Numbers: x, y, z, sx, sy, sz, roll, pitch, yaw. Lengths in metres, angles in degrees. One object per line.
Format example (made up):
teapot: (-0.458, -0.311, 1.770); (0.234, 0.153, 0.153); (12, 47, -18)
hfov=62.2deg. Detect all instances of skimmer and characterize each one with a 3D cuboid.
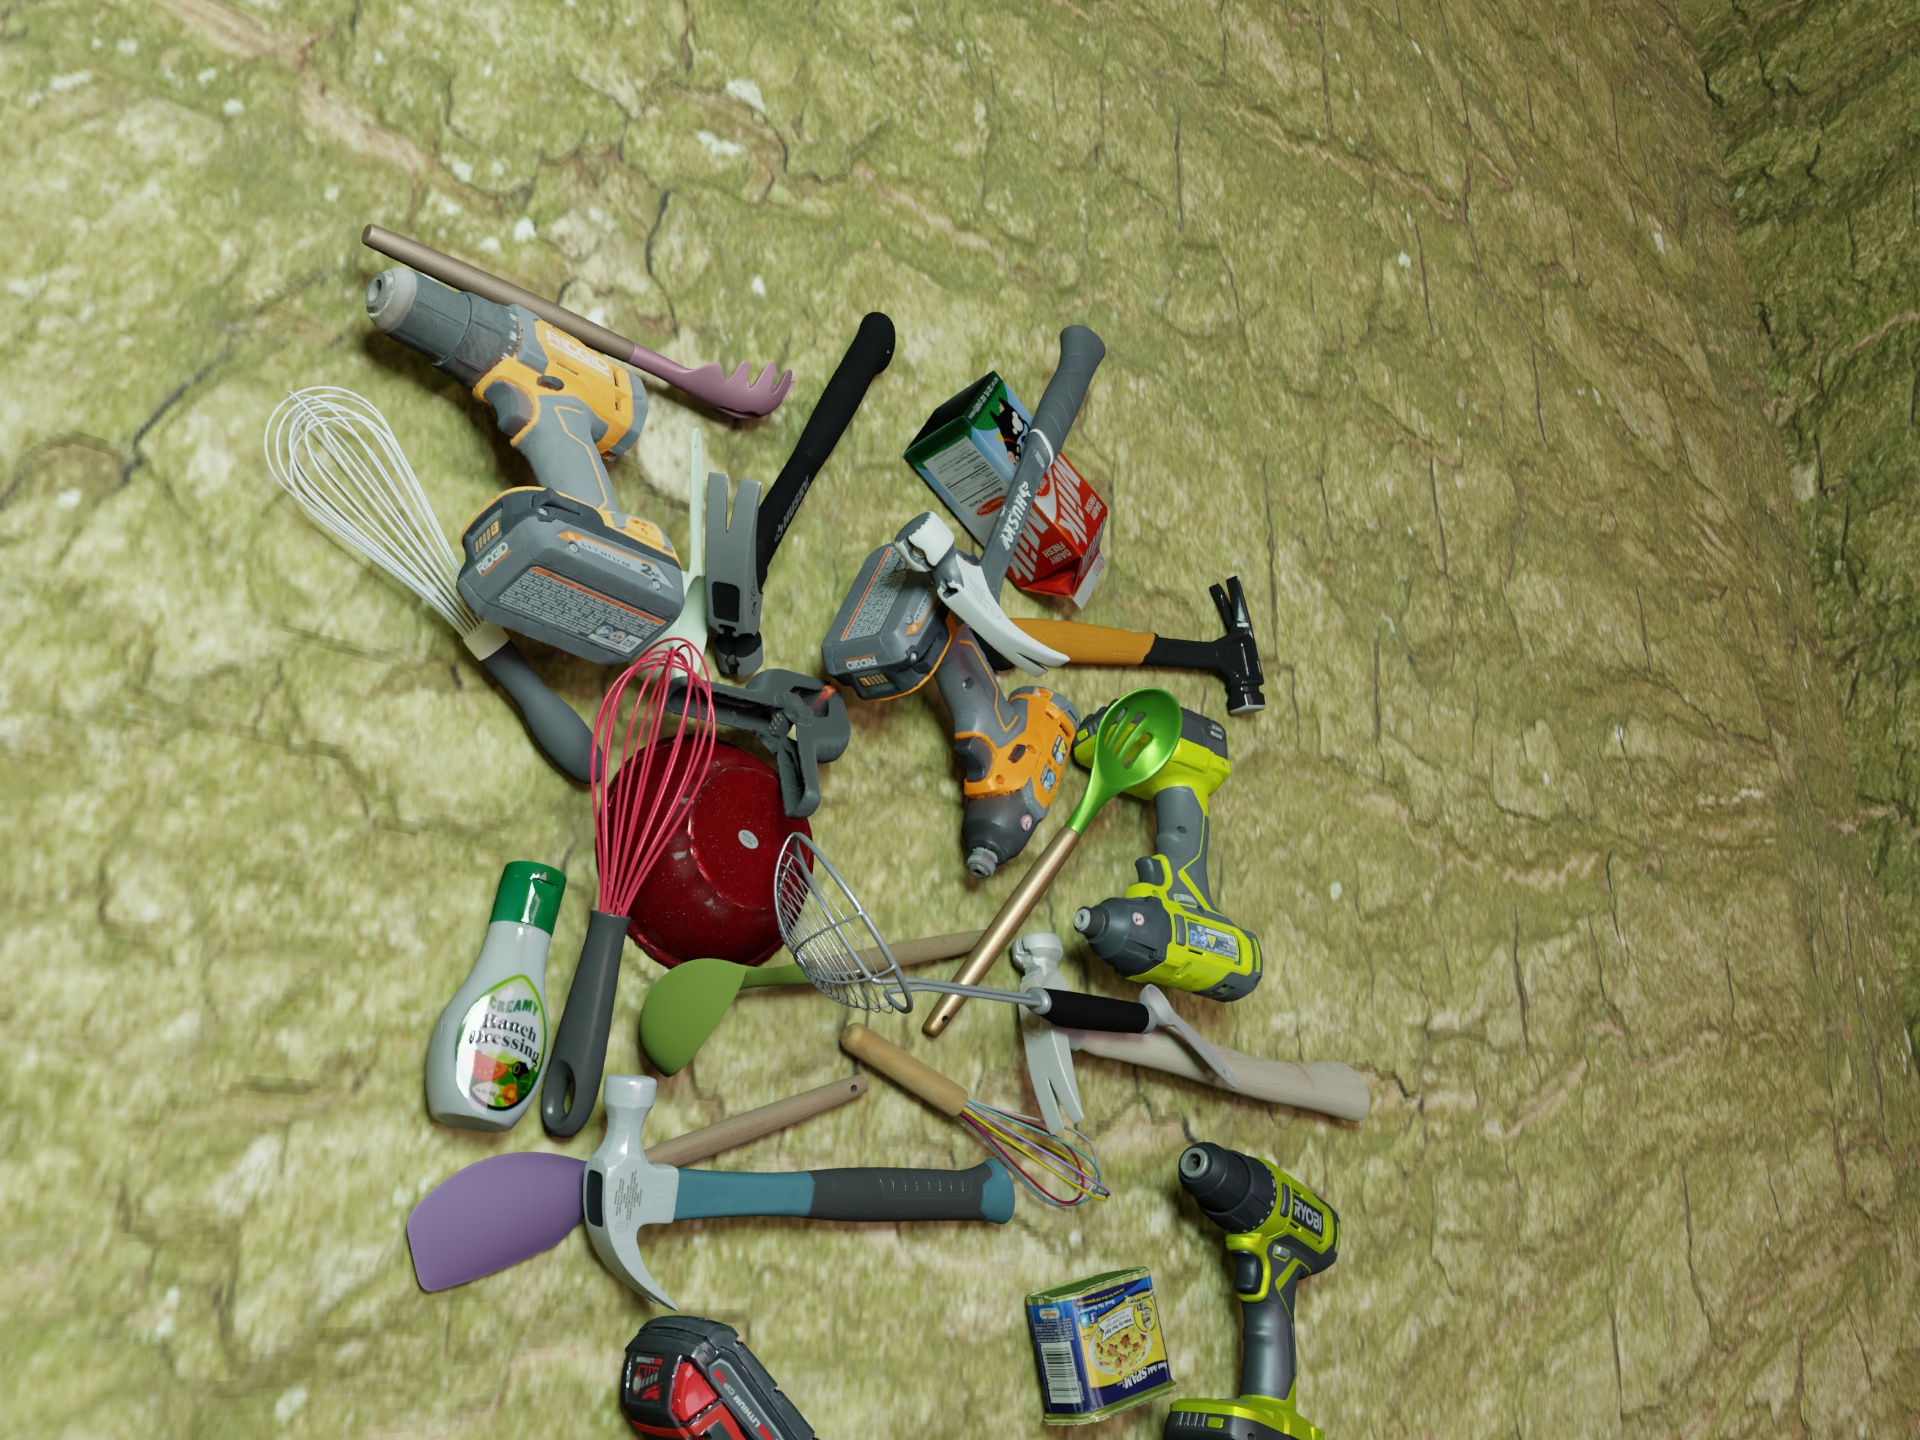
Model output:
skimmer: (0.024, 0.155, 1.048); (0.363, 0.127, 0.090); (18, 106, -42)

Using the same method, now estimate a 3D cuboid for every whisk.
whisk: (0.013, 0.276, 1.107); (0.244, 0.051, 0.047); (37, 31, -22)
whisk: (-0.198, 0.094, 0.924); (0.073, 0.073, 0.296); (18, 80, -38)
whisk: (-0.300, -0.074, 0.936); (0.284, 0.070, 0.070); (55, 46, -19)

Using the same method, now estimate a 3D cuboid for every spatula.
spatula: (-0.177, 0.258, 0.946); (0.315, 0.018, 0.060); (-9, 83, -44)

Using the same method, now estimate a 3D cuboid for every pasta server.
pasta server: (-0.239, -0.259, 1.044); (0.316, 0.060, 0.040); (17, 79, -44)

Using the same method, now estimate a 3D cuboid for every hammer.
hammer: (-0.087, 0.294, 0.993); (0.330, 0.033, 0.128); (16, 77, -42)
hammer: (0.141, -0.070, 1.357); (0.336, 0.034, 0.127); (1, 75, -43)
hammer: (-0.107, -0.194, 1.132); (0.035, 0.146, 0.335); (13, 47, 9)
hammer: (0.060, -0.193, 1.206); (0.149, 0.036, 0.409); (47, 37, -21)
hammer: (0.200, 0.281, 1.260); (0.410, 0.038, 0.146); (23, 44, -38)

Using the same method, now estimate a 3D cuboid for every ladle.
ladle: (-0.078, 0.173, 1.047); (0.320, 0.078, 0.062); (-2, 54, -49)

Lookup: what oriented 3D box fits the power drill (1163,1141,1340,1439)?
power drill: (0.213, 0.440, 1.188); (0.190, 0.080, 0.229); (40, 49, -39)

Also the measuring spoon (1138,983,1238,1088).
measuring spoon: (0.172, 0.247, 1.215); (0.124, 0.018, 0.034); (47, 22, -24)

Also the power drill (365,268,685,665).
power drill: (-0.259, -0.160, 0.941); (0.185, 0.084, 0.226); (24, 39, -46)

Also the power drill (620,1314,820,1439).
power drill: (-0.198, 0.418, 0.828); (0.187, 0.080, 0.227); (56, 49, -12)

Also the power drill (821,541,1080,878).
power drill: (-0.002, -0.004, 1.149); (0.226, 0.084, 0.164); (52, 45, -34)

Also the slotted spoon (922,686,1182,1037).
slotted spoon: (0.066, 0.100, 1.163); (0.070, 0.031, 0.314); (47, 68, -26)

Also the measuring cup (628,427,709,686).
measuring cup: (-0.185, -0.103, 1.007); (0.083, 0.038, 0.167); (-65, 161, -73)

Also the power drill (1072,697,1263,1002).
power drill: (0.153, 0.098, 1.251); (0.171, 0.080, 0.223); (21, 53, -33)
